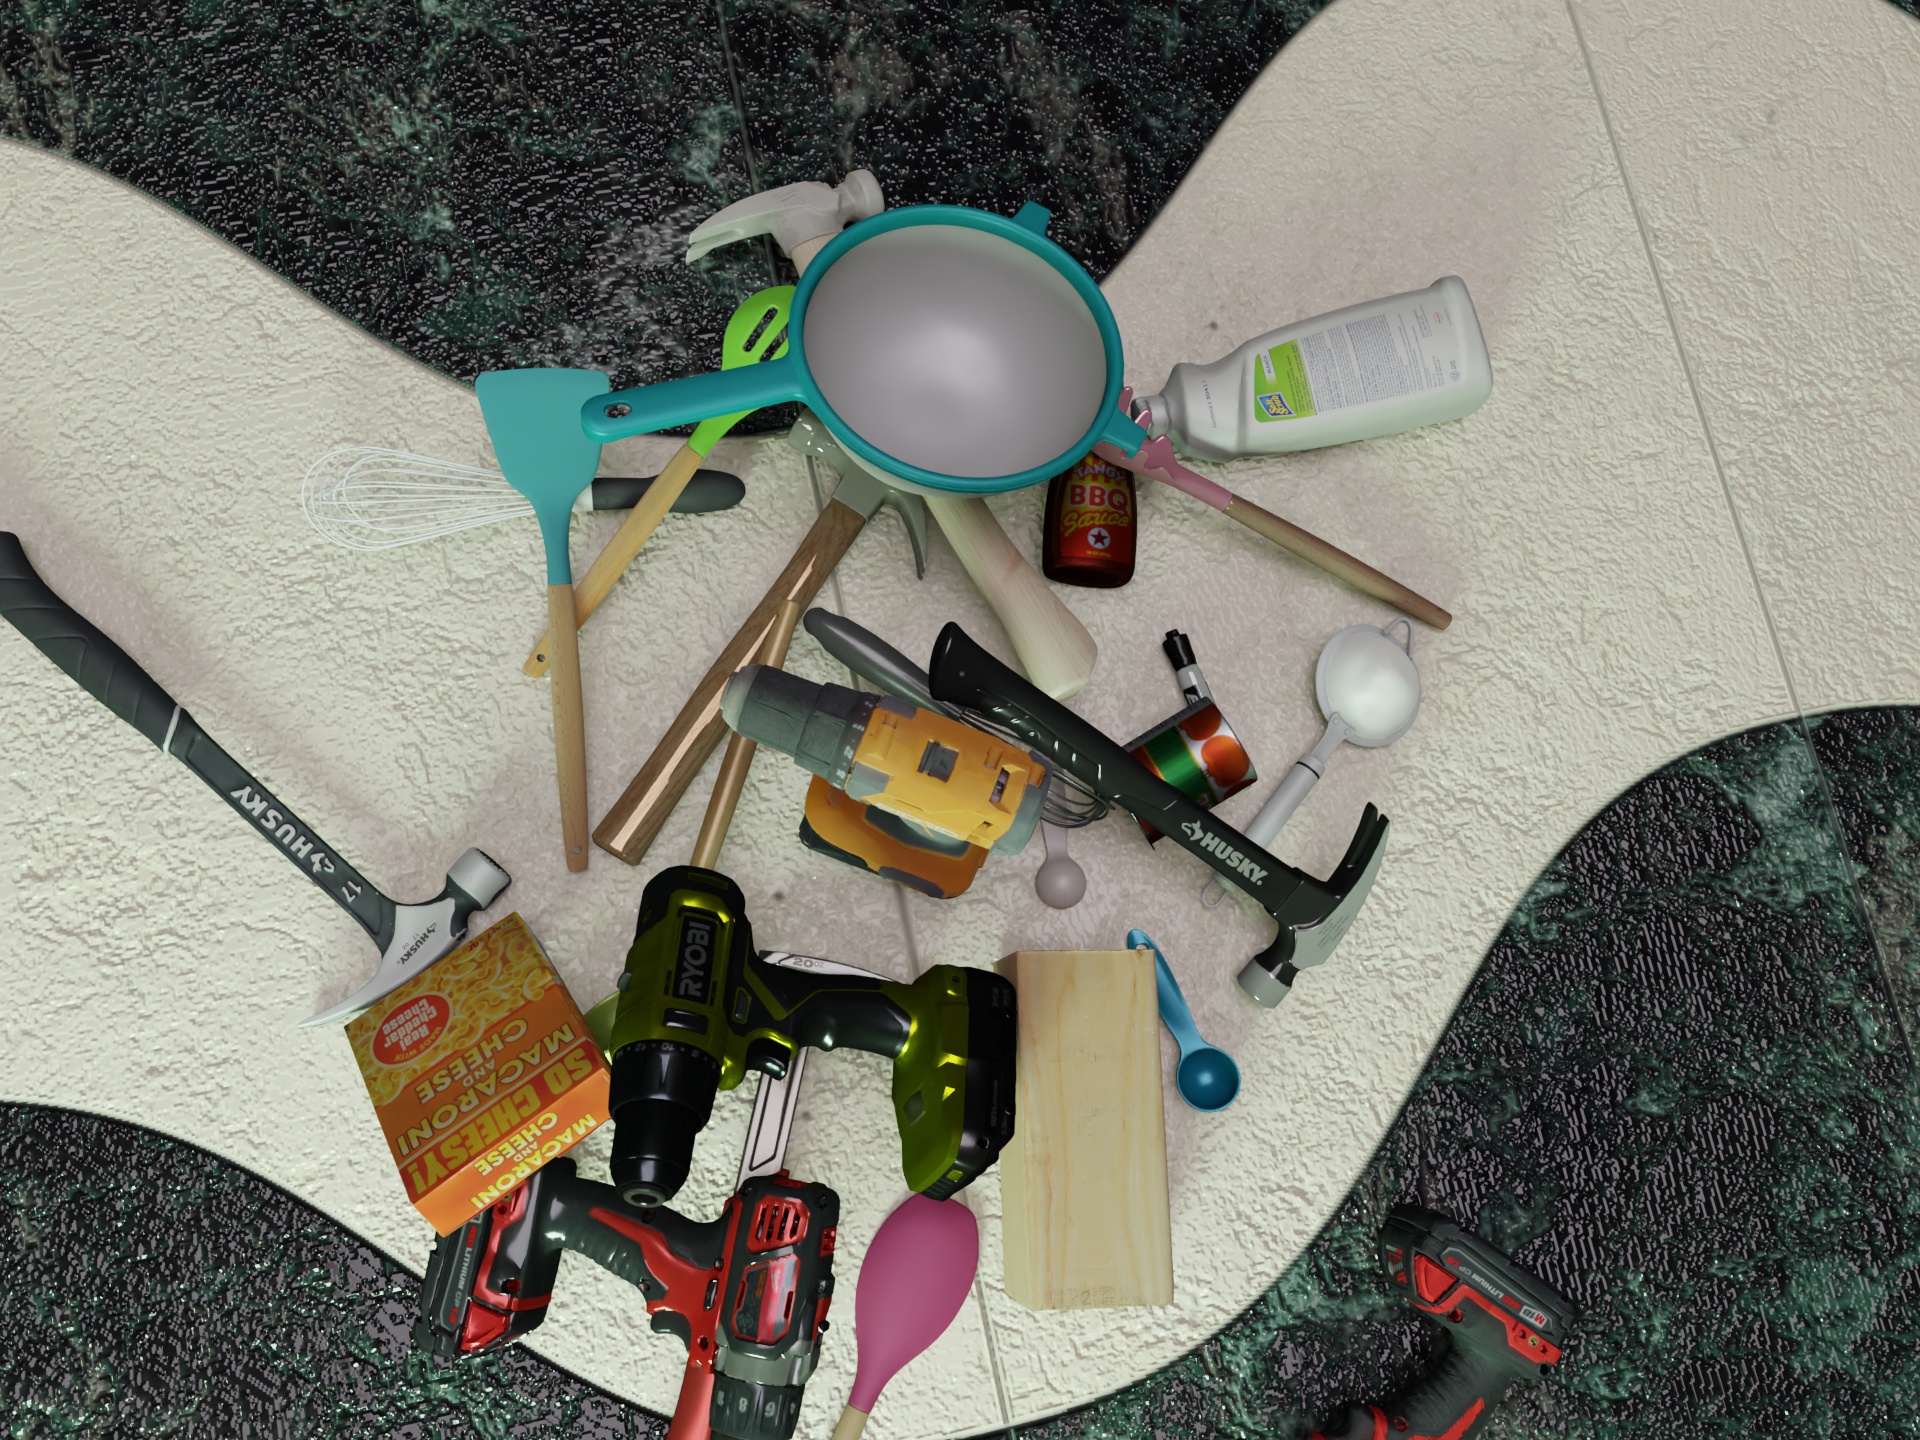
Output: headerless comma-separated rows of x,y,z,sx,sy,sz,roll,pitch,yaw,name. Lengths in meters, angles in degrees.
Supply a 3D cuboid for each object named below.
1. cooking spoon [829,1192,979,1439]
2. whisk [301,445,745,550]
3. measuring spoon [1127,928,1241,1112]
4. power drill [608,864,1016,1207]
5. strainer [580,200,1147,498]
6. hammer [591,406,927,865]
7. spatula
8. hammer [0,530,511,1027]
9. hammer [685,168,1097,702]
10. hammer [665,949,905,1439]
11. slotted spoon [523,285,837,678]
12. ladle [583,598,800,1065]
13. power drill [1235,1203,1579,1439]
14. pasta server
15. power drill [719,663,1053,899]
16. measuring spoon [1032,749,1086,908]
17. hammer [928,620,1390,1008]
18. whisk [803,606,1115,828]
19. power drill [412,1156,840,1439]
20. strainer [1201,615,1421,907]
-0.072,0.440,0.958,0.069,0.017,0.319,25,75,0,cooking spoon
-0.285,-0.148,1.054,0.284,0.070,0.070,-3,77,-13,whisk
0.141,0.197,1.044,0.042,0.021,0.129,-23,72,-10,measuring spoon
-0.087,0.196,0.903,0.228,0.080,0.191,17,48,-18,power drill
-0.067,-0.201,1.001,0.340,0.095,0.211,-15,71,-16,strainer
-0.134,-0.048,1.058,0.130,0.031,0.331,32,76,2,hammer
-0.255,-0.061,1.012,0.082,0.044,0.317,-4,90,-16,spatula
-0.483,0.023,1.000,0.409,0.036,0.149,40,77,4,hammer
-0.035,-0.189,1.072,0.146,0.038,0.411,-24,77,-21,hammer
-0.123,0.323,0.971,0.149,0.036,0.359,12,75,-4,hammer
-0.188,-0.155,1.042,0.070,0.031,0.314,37,91,-7,slotted spoon
-0.166,0.070,0.994,0.062,0.078,0.320,24,79,-33,ladle
0.267,0.418,0.976,0.143,0.078,0.220,34,78,2,power drill
0.210,-0.143,1.091,0.316,0.040,0.060,27,39,-11,pasta server
-0.051,0.035,0.947,0.185,0.226,0.084,21,76,-1,power drill
0.063,0.063,1.061,0.034,0.018,0.124,-4,77,-7,measuring spoon
0.118,0.042,0.987,0.334,0.035,0.146,35,100,-17,hammer
-0.001,-0.004,1.036,0.239,0.055,0.055,34,76,0,whisk
-0.188,0.344,0.909,0.227,0.080,0.188,7,77,10,power drill
0.245,0.026,1.082,0.087,0.050,0.258,41,79,-11,strainer
